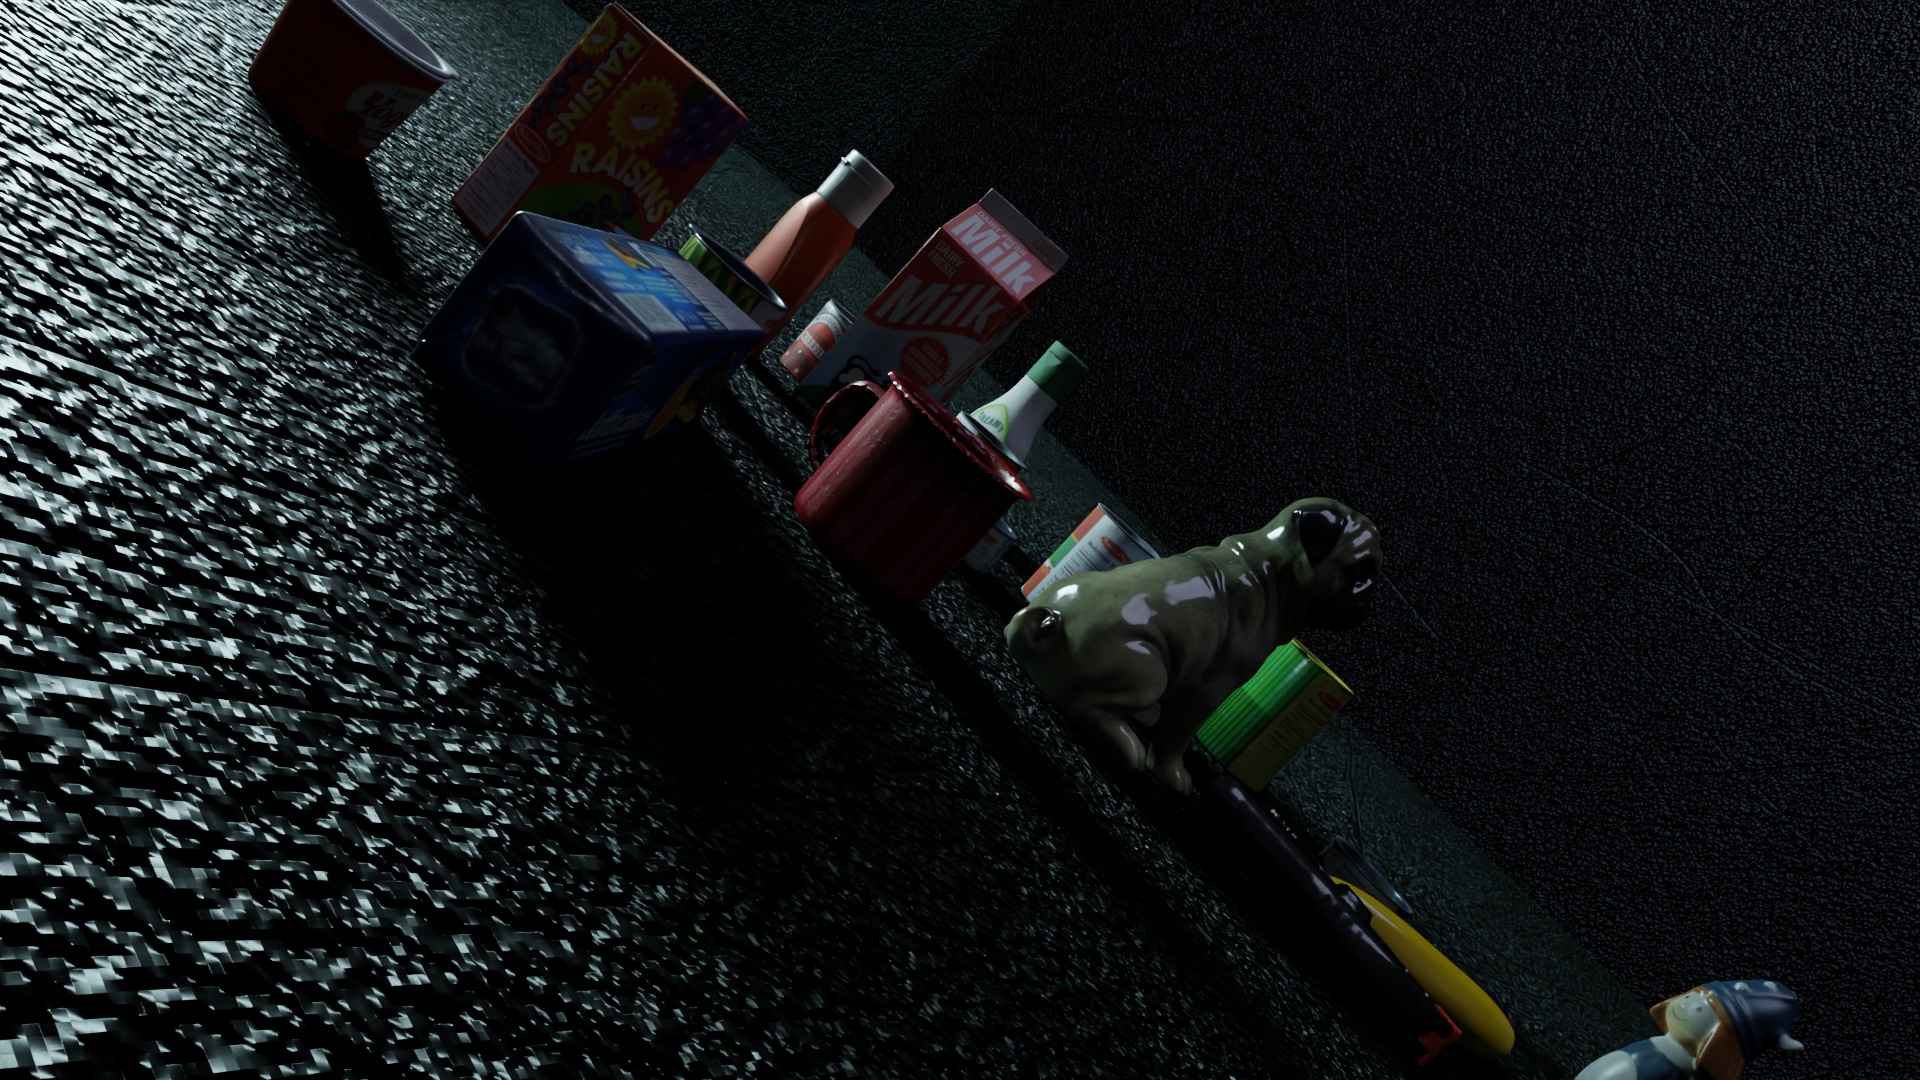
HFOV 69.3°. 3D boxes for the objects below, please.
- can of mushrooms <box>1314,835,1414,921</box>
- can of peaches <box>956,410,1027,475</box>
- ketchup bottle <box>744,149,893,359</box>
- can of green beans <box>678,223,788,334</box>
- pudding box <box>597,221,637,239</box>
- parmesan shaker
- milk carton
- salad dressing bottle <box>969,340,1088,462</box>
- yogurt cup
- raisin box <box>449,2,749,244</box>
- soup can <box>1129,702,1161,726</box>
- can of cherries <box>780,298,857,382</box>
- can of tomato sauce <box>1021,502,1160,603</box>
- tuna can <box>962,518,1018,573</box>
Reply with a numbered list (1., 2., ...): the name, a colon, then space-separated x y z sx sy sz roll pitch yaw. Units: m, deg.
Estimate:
1. can of mushrooms: 0.255 0.225 0.890 0.071 0.033 0.071 42 8 -7
2. can of peaches: 0.008 -0.057 1.085 0.071 0.058 0.071 42 8 -7
3. ketchup bottle: -0.106 -0.191 0.919 0.043 0.148 0.065 37 10 -35
4. can of green beans: -0.139 -0.128 0.770 0.071 0.057 0.071 42 8 -7
5. pudding box: -0.152 -0.113 0.661 0.030 0.049 0.083 46 9 23
6. parmesan shaker: 0.230 0.127 1.031 0.071 0.103 0.071 42 8 -7
7. milk carton: -0.019 -0.138 0.916 0.072 0.190 0.073 43 8 3
8. salad dressing bottle: 0.042 -0.097 1.136 0.064 0.147 0.044 49 10 36
9. yogurt cup: -0.259 -0.199 0.586 0.072 0.054 0.072 42 8 -7
10. raisin box: -0.173 -0.186 0.677 0.040 0.123 0.086 46 9 24
11. soup can: 0.128 0.069 0.917 0.071 0.083 0.071 42 8 -7
12. can of cherries: -0.091 -0.135 1.021 0.071 0.058 0.071 42 8 -7
13. can of tomato sauce: 0.094 0.026 0.980 0.071 0.083 0.071 42 8 -7
14. tuna can: 0.003 -0.012 0.923 0.071 0.033 0.071 42 8 -7
